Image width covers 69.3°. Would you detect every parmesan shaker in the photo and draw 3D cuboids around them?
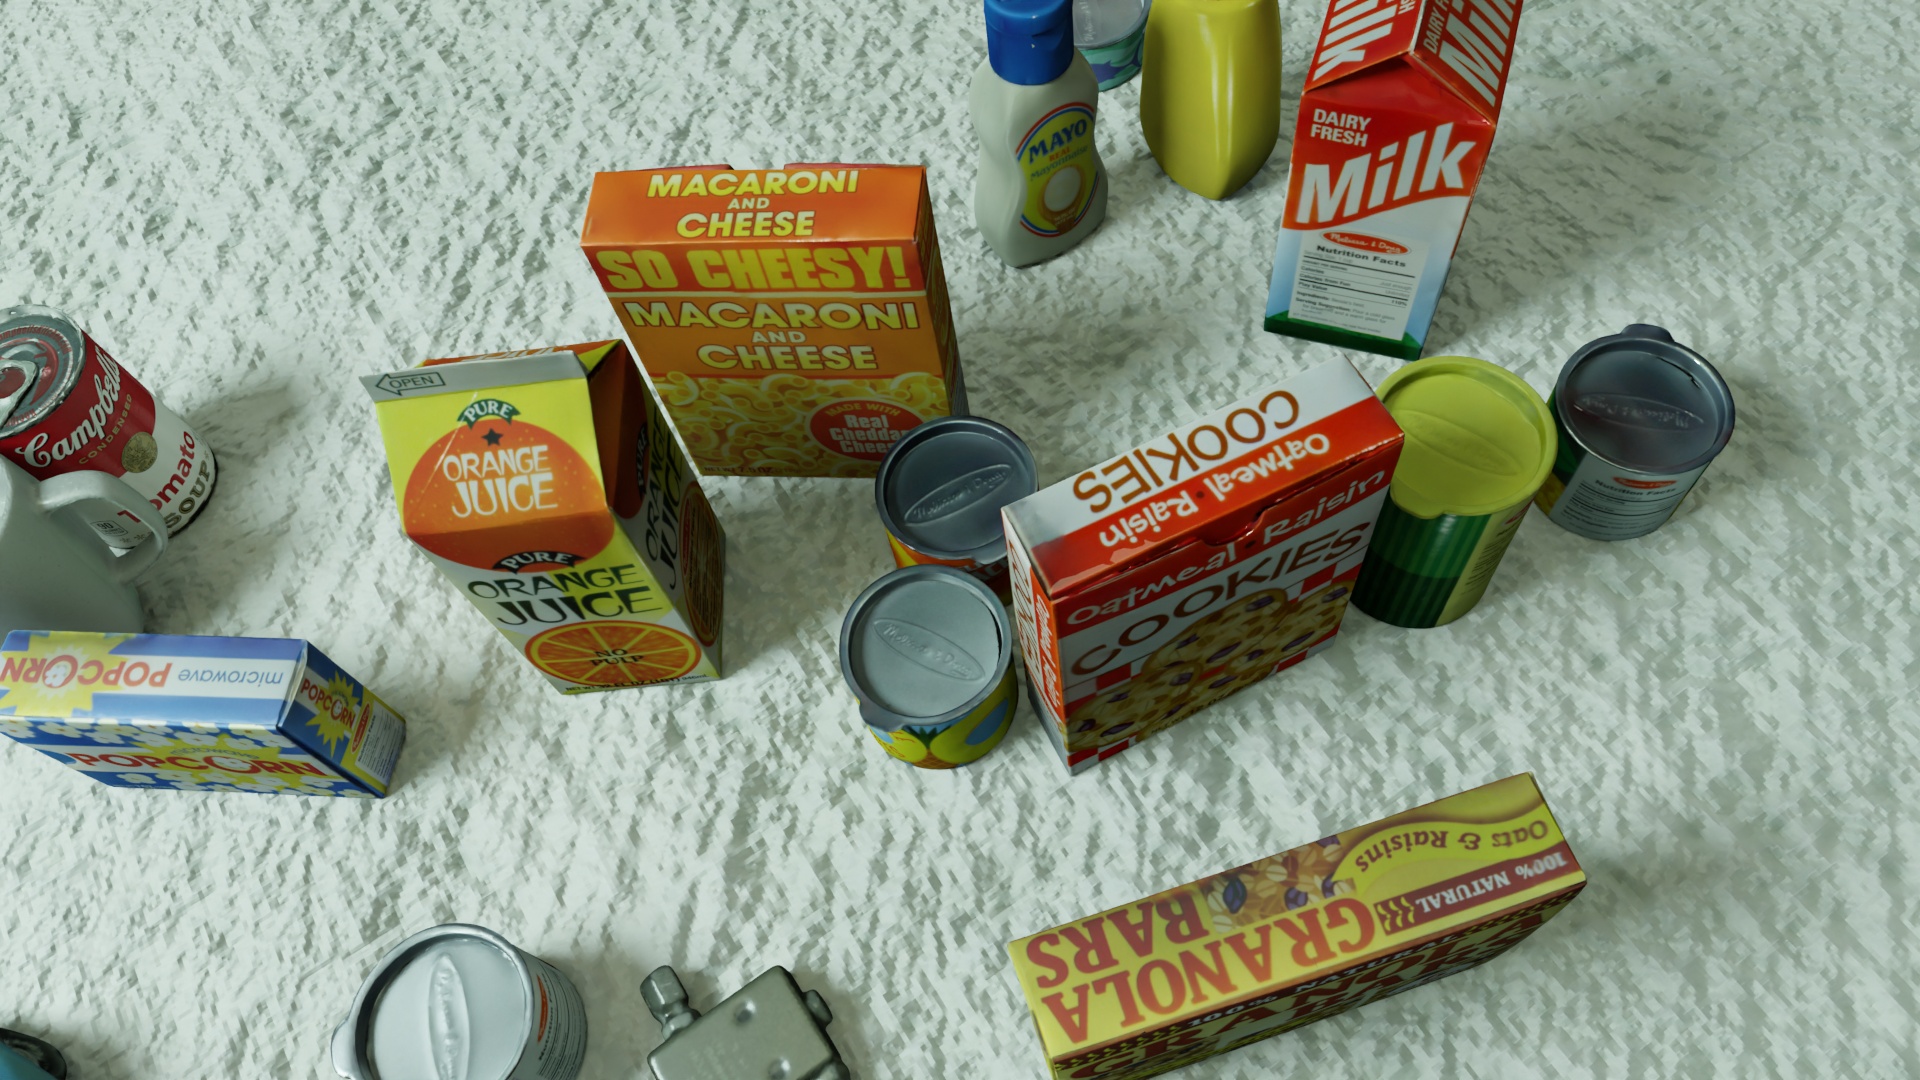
[{"bbox_3d":[0.180,-0.013,0.536,0.071,0.102,0.071,-3,62,5],"label":"parmesan shaker"}]

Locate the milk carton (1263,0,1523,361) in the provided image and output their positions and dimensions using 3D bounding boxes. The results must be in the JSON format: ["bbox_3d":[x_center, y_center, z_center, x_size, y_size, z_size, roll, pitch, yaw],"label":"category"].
[{"bbox_3d":[0.175,-0.161,0.565,0.073,0.189,0.072,14,65,13],"label":"milk carton"}]

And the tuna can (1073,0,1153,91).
[{"bbox_3d":[0.068,-0.268,0.723,0.071,0.032,0.071,-2,62,5],"label":"tuna can"}]

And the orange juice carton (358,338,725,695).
[{"bbox_3d":[-0.146,-0.012,0.519,0.072,0.192,0.073,-6,62,3],"label":"orange juice carton"}]

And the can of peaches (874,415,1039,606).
[{"bbox_3d":[0.002,-0.007,0.577,0.071,0.057,0.071,-3,62,5],"label":"can of peaches"}]

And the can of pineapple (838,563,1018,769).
[{"bbox_3d":[-0.012,0.052,0.547,0.071,0.057,0.071,-3,62,5],"label":"can of pineapple"}]

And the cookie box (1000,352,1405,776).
[{"bbox_3d":[0.082,0.017,0.493,0.123,0.166,0.040,-25,63,-7],"label":"cookie box"}]

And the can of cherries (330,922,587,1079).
[{"bbox_3d":[-0.177,0.177,0.498,0.071,0.058,0.072,-3,62,5],"label":"can of cherries"}]

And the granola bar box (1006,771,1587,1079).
[{"bbox_3d":[0.103,0.135,0.453,0.166,0.123,0.039,-17,62,-3],"label":"granola bar box"}]

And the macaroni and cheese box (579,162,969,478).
[{"bbox_3d":[-0.066,-0.083,0.563,0.124,0.165,0.040,1,63,7],"label":"macaroni and cheese box"}]

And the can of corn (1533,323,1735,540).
[{"bbox_3d":[0.270,-0.043,0.567,0.071,0.058,0.071,-3,62,5],"label":"can of corn"}]

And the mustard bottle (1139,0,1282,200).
[{"bbox_3d":[0.114,-0.225,0.623,0.049,0.159,0.065,-40,65,-14],"label":"mustard bottle"}]

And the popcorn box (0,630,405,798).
[{"bbox_3d":[-0.301,0.071,0.553,0.127,0.085,0.038,1,63,7],"label":"popcorn box"}]

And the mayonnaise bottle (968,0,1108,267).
[{"bbox_3d":[0.034,-0.187,0.618,0.065,0.147,0.041,-30,63,-10],"label":"mayonnaise bottle"}]
